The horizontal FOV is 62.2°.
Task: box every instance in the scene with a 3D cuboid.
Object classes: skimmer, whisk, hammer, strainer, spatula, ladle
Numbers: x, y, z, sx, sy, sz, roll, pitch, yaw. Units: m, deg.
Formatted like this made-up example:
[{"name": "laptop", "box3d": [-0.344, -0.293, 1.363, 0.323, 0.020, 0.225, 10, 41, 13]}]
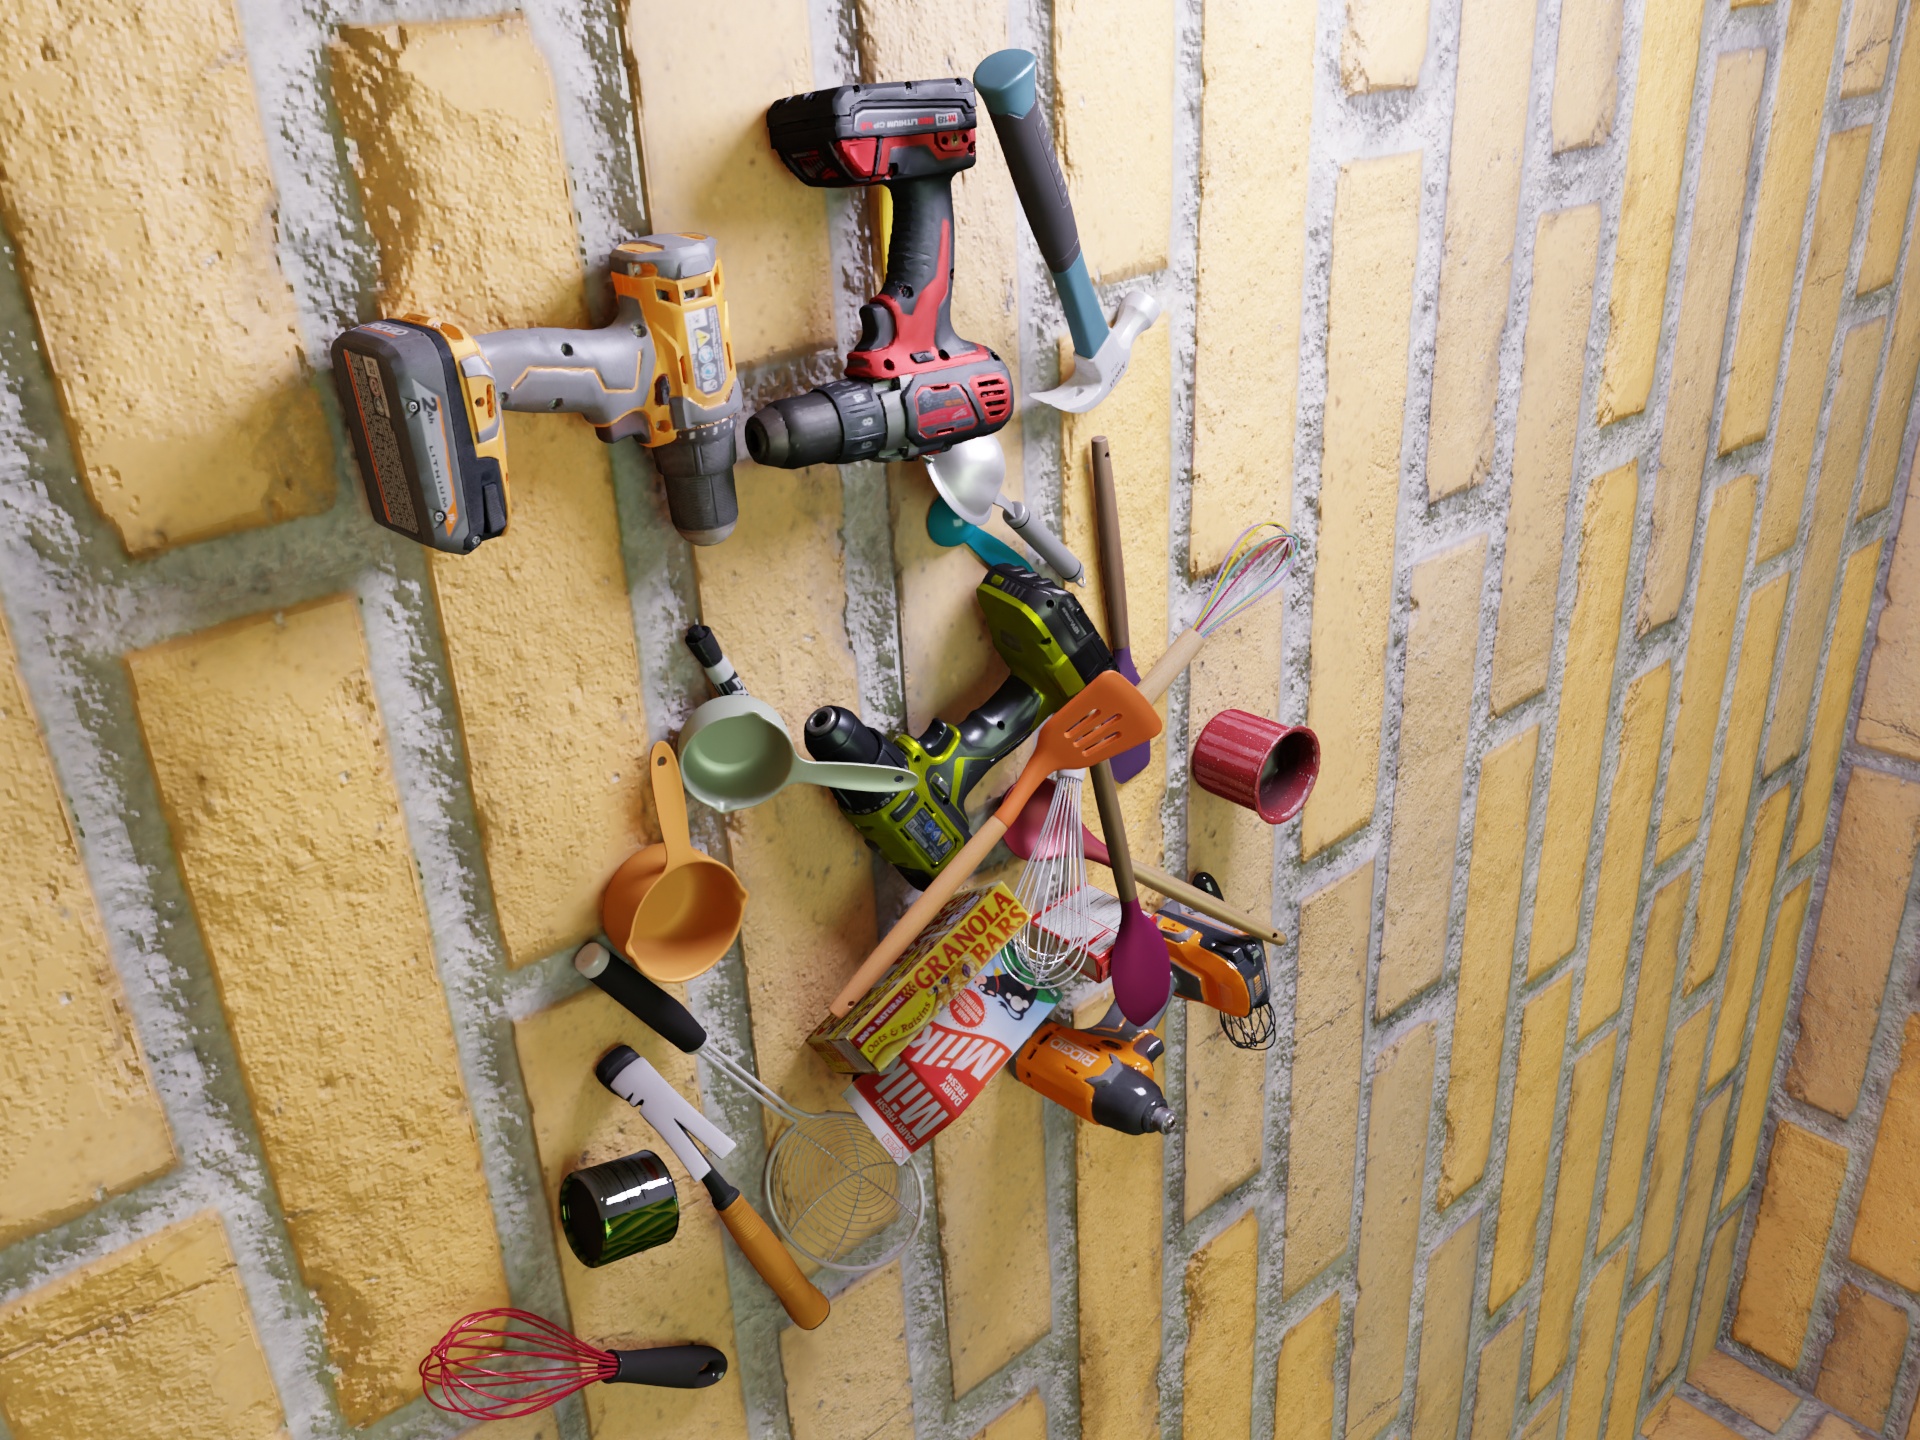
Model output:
[{"name": "skimmer", "box3d": [-0.153, 0.282, 1.138, 0.127, 0.090, 0.362, -27, 131, 15]}, {"name": "whisk", "box3d": [0.216, -0.083, 1.363, 0.245, 0.051, 0.047, -48, 140, -22]}, {"name": "hammer", "box3d": [-0.158, 0.365, 1.162, 0.034, 0.127, 0.336, -42, 137, -21]}, {"name": "whisk", "box3d": [0.264, 0.238, 1.550, 0.055, 0.055, 0.238, -39, 126, -25]}, {"name": "strainer", "box3d": [0.038, -0.156, 1.165, 0.258, 0.050, 0.087, 36, 42, -54]}, {"name": "hammer", "box3d": [0.067, -0.320, 1.064, 0.128, 0.033, 0.330, -58, 155, -10]}, {"name": "spatula", "box3d": [0.128, -0.083, 1.305, 0.060, 0.018, 0.315, -32, 127, -34]}, {"name": "ladle", "box3d": [0.156, 0.129, 1.342, 0.315, 0.031, 0.069, 27, 82, -23]}, {"name": "spatula", "box3d": [0.018, 0.096, 1.163, 0.322, 0.041, 0.080, -49, 128, -4]}, {"name": "whisk", "box3d": [-0.264, 0.460, 1.135, 0.295, 0.073, 0.073, 32, 84, -52]}, {"name": "whisk", "box3d": [0.082, 0.070, 1.261, 0.070, 0.070, 0.285, 25, 69, -46]}]

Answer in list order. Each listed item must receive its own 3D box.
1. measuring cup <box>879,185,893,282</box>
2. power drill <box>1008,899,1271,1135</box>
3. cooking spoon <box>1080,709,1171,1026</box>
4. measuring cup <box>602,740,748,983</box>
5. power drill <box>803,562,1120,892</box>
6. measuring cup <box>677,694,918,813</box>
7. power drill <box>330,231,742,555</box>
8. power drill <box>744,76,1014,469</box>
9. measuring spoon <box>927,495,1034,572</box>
[{"name": "measuring cup", "box3d": [-0.035, -0.298, 1.051, 0.062, 0.029, 0.156, -22, 123, -36]}, {"name": "power drill", "box3d": [0.173, 0.267, 1.392, 0.226, 0.164, 0.084, -37, 129, -29]}, {"name": "cooking spoon", "box3d": [0.129, 0.121, 1.265, 0.069, 0.017, 0.318, -36, 127, -30]}, {"name": "measuring cup", "box3d": [-0.197, 0.087, 1.044, 0.095, 0.052, 0.173, -22, 119, -36]}, {"name": "power drill", "box3d": [-0.002, -0.004, 1.170, 0.228, 0.080, 0.190, -48, 134, -12]}, {"name": "measuring cup", "box3d": [-0.109, 0.024, 1.071, 0.167, 0.038, 0.083, 8, 121, -24]}, {"name": "power drill", "box3d": [-0.219, -0.163, 0.901, 0.226, 0.084, 0.185, -29, 127, -38]}, {"name": "power drill", "box3d": [-0.060, -0.269, 0.983, 0.188, 0.080, 0.226, -19, 112, -33]}, {"name": "measuring spoon", "box3d": [0.024, -0.129, 1.184, 0.128, 0.021, 0.042, 31, 85, -46]}]
